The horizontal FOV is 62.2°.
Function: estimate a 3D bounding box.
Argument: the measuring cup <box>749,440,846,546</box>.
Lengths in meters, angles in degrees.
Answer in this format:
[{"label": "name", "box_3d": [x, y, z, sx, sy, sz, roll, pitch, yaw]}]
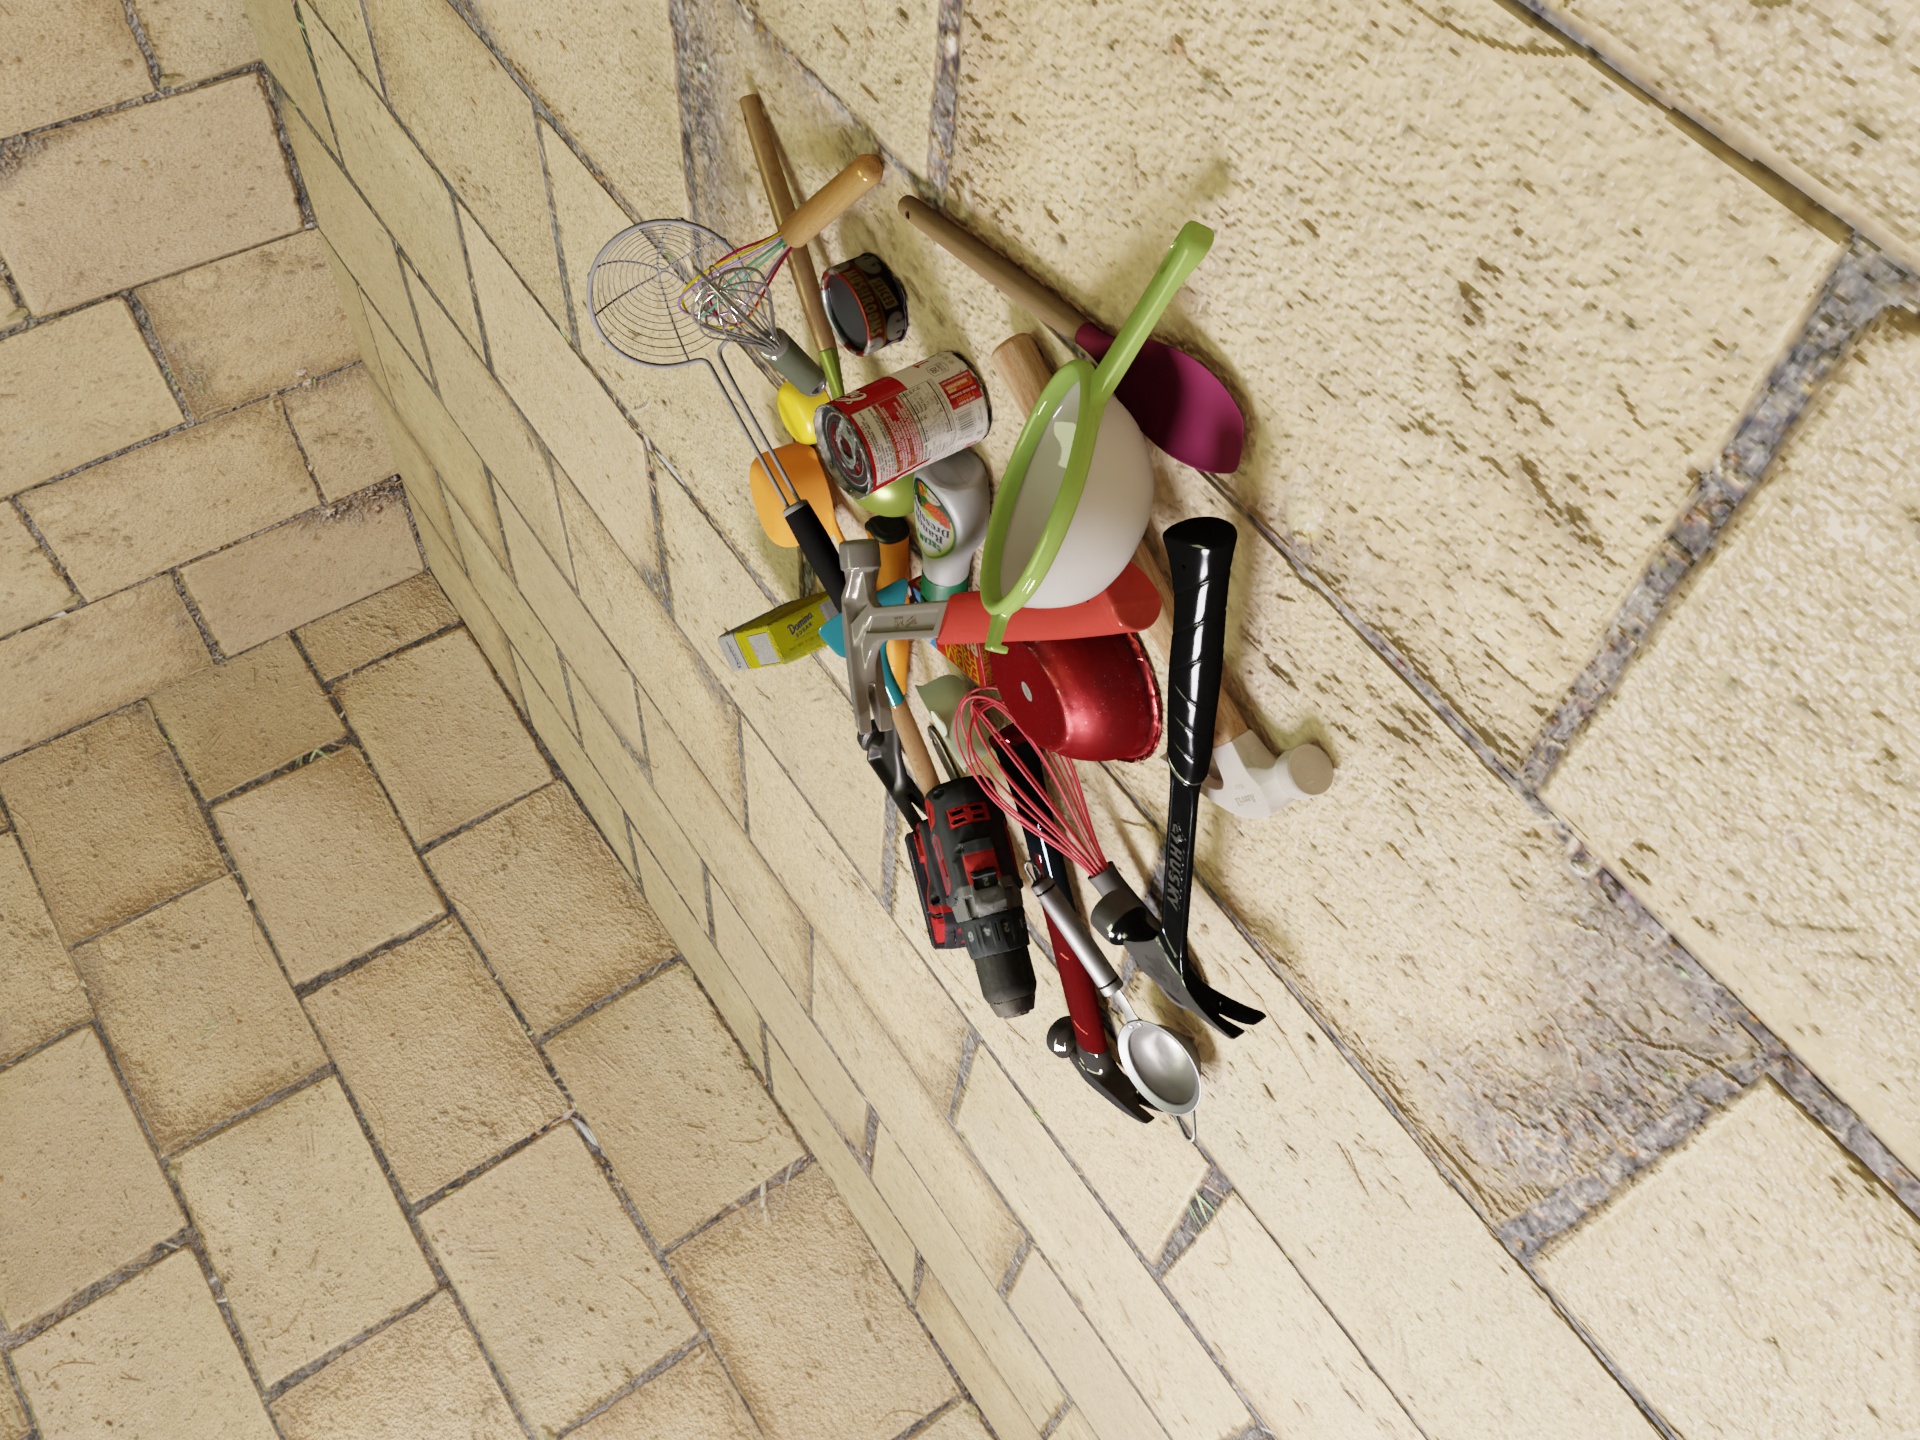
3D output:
[{"label": "measuring cup", "box_3d": [-0.132, -0.162, 1.358, 0.095, 0.052, 0.174, 96, 151, -55]}]

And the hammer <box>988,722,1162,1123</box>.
[{"label": "hammer", "box_3d": [0.093, 0.168, 1.325, 0.143, 0.038, 0.386, 31, 144, 50]}]

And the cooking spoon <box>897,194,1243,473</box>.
[{"label": "cooking spoon", "box_3d": [0.057, -0.238, 0.929, 0.319, 0.017, 0.068, 45, 152, 34]}]

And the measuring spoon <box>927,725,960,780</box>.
[{"label": "measuring spoon", "box_3d": [-0.008, 0.063, 1.446, 0.124, 0.018, 0.034, 65, 158, -9]}]

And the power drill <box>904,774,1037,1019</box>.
[{"label": "power drill", "box_3d": [0.014, 0.148, 1.308, 0.226, 0.080, 0.188, 118, 138, -80]}]

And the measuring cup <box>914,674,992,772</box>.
[{"label": "measuring cup", "box_3d": [-0.002, -0.004, 1.258, 0.083, 0.038, 0.167, 60, 179, 2]}]

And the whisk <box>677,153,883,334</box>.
[{"label": "whisk", "box_3d": [-0.127, -0.334, 1.129, 0.245, 0.051, 0.047, -19, 112, 50]}]

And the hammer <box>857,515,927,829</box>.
[{"label": "hammer", "box_3d": [-0.057, -0.045, 1.390, 0.127, 0.034, 0.336, 55, 158, 34]}]

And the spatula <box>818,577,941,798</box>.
[{"label": "spatula", "box_3d": [-0.044, 0.007, 1.354, 0.044, 0.082, 0.317, 45, 162, 46]}]

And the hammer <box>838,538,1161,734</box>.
[{"label": "hammer", "box_3d": [0.012, -0.061, 1.078, 0.359, 0.036, 0.149, 2, 100, 59]}]

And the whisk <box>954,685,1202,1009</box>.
[{"label": "whisk", "box_3d": [0.093, 0.097, 1.197, 0.296, 0.073, 0.073, 54, 159, -4]}]

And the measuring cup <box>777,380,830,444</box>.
[{"label": "measuring cup", "box_3d": [-0.102, -0.222, 1.285, 0.157, 0.029, 0.062, 51, 157, 31]}]

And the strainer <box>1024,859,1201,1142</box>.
[{"label": "strainer", "box_3d": [0.127, 0.217, 1.270, 0.258, 0.050, 0.087, 56, 144, -3]}]

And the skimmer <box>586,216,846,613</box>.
[{"label": "skimmer", "box_3d": [-0.166, -0.222, 1.267, 0.363, 0.127, 0.090, 61, -174, -6]}]

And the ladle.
[{"label": "ladle", "box_3d": [-0.095, -0.303, 1.176, 0.078, 0.062, 0.320, 10, 119, 70]}]

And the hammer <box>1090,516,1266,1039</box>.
[{"label": "hammer", "box_3d": [0.140, 0.043, 0.978, 0.149, 0.036, 0.408, 43, 151, 36]}]

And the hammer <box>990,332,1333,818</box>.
[{"label": "hammer", "box_3d": [0.109, -0.088, 0.981, 0.331, 0.031, 0.130, 61, 158, 2]}]

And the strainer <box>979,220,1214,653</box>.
[{"label": "strainer", "box_3d": [0.089, -0.154, 0.863, 0.256, 0.069, 0.152, 123, 160, -44]}]

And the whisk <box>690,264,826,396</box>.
[{"label": "whisk", "box_3d": [-0.141, -0.279, 1.163, 0.059, 0.058, 0.246, 47, -175, 10]}]
